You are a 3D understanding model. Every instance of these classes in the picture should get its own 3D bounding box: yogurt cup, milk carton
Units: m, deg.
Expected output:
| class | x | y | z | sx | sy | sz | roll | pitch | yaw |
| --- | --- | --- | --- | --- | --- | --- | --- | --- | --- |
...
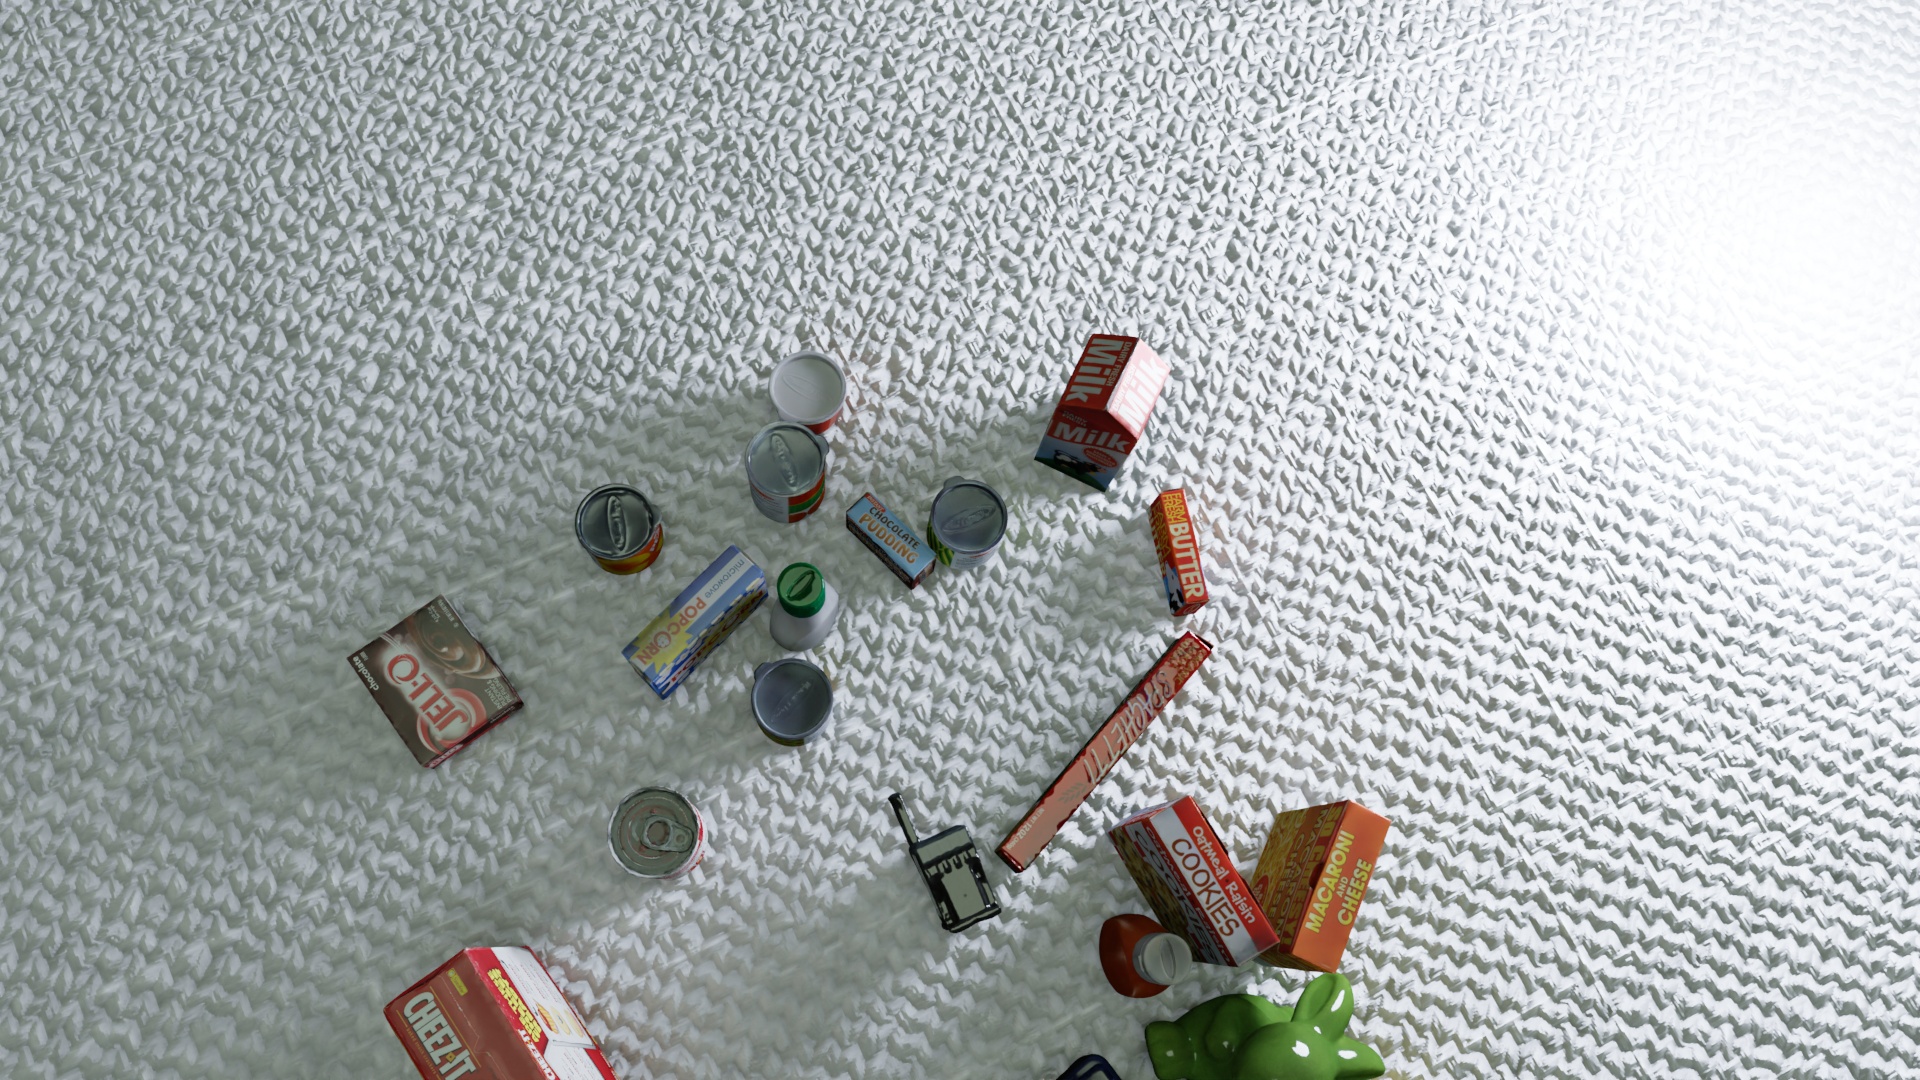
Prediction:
| class | x | y | z | sx | sy | sz | roll | pitch | yaw |
| --- | --- | --- | --- | --- | --- | --- | --- | --- | --- |
| yogurt cup | -0.134 | -0.126 | 1.219 | 0.072 | 0.053 | 0.072 | 1 | 74 | -5 |
| milk carton | 0.120 | -0.111 | 1.169 | 0.073 | 0.190 | 0.072 | 25 | 74 | 2 |

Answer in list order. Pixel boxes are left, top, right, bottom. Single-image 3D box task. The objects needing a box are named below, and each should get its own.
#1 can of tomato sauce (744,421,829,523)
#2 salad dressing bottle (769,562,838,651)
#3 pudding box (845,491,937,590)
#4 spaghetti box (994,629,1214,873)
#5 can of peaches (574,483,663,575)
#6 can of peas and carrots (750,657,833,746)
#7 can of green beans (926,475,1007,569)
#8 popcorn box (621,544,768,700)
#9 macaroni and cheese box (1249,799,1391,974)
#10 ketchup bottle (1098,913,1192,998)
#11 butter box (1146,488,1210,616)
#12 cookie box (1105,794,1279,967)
| class | x | y | z | sx | sy | sz | roll | pitch | yaw |
| --- | --- | --- | --- | --- | --- | --- | --- | --- | --- |
| can of tomato sauce | -0.146 | -0.058 | 1.183 | 0.071 | 0.083 | 0.071 | 1 | 75 | -5 |
| salad dressing bottle | -0.127 | 0.052 | 1.121 | 0.044 | 0.147 | 0.064 | 41 | 75 | 6 |
| pudding box | -0.060 | 0.001 | 1.193 | 0.084 | 0.049 | 0.030 | 44 | 75 | 7 |
| spaghetti box | 0.121 | 0.175 | 1.162 | 0.029 | 0.050 | 0.251 | 42 | 75 | 6 |
| can of peaches | -0.284 | -0.009 | 1.169 | 0.071 | 0.058 | 0.071 | 1 | 74 | -5 |
| can of peas and carrots | -0.140 | 0.133 | 1.143 | 0.071 | 0.058 | 0.071 | 1 | 74 | -5 |
| can of green beans | 0.005 | -0.013 | 1.199 | 0.071 | 0.057 | 0.071 | 1 | 74 | -5 |
| popcorn box | -0.215 | 0.068 | 1.140 | 0.038 | 0.085 | 0.127 | 42 | 75 | 6 |
| macaroni and cheese box | 0.268 | 0.272 | 1.089 | 0.040 | 0.166 | 0.124 | 26 | 74 | 2 |
| ketchup bottle | 0.142 | 0.321 | 1.071 | 0.043 | 0.148 | 0.065 | -8 | 76 | -8 |
| butter box | 0.190 | 0.011 | 1.213 | 0.024 | 0.053 | 0.103 | -9 | 76 | -8 |
| cookie box | 0.176 | 0.265 | 1.081 | 0.040 | 0.167 | 0.123 | -29 | 79 | -12 |
